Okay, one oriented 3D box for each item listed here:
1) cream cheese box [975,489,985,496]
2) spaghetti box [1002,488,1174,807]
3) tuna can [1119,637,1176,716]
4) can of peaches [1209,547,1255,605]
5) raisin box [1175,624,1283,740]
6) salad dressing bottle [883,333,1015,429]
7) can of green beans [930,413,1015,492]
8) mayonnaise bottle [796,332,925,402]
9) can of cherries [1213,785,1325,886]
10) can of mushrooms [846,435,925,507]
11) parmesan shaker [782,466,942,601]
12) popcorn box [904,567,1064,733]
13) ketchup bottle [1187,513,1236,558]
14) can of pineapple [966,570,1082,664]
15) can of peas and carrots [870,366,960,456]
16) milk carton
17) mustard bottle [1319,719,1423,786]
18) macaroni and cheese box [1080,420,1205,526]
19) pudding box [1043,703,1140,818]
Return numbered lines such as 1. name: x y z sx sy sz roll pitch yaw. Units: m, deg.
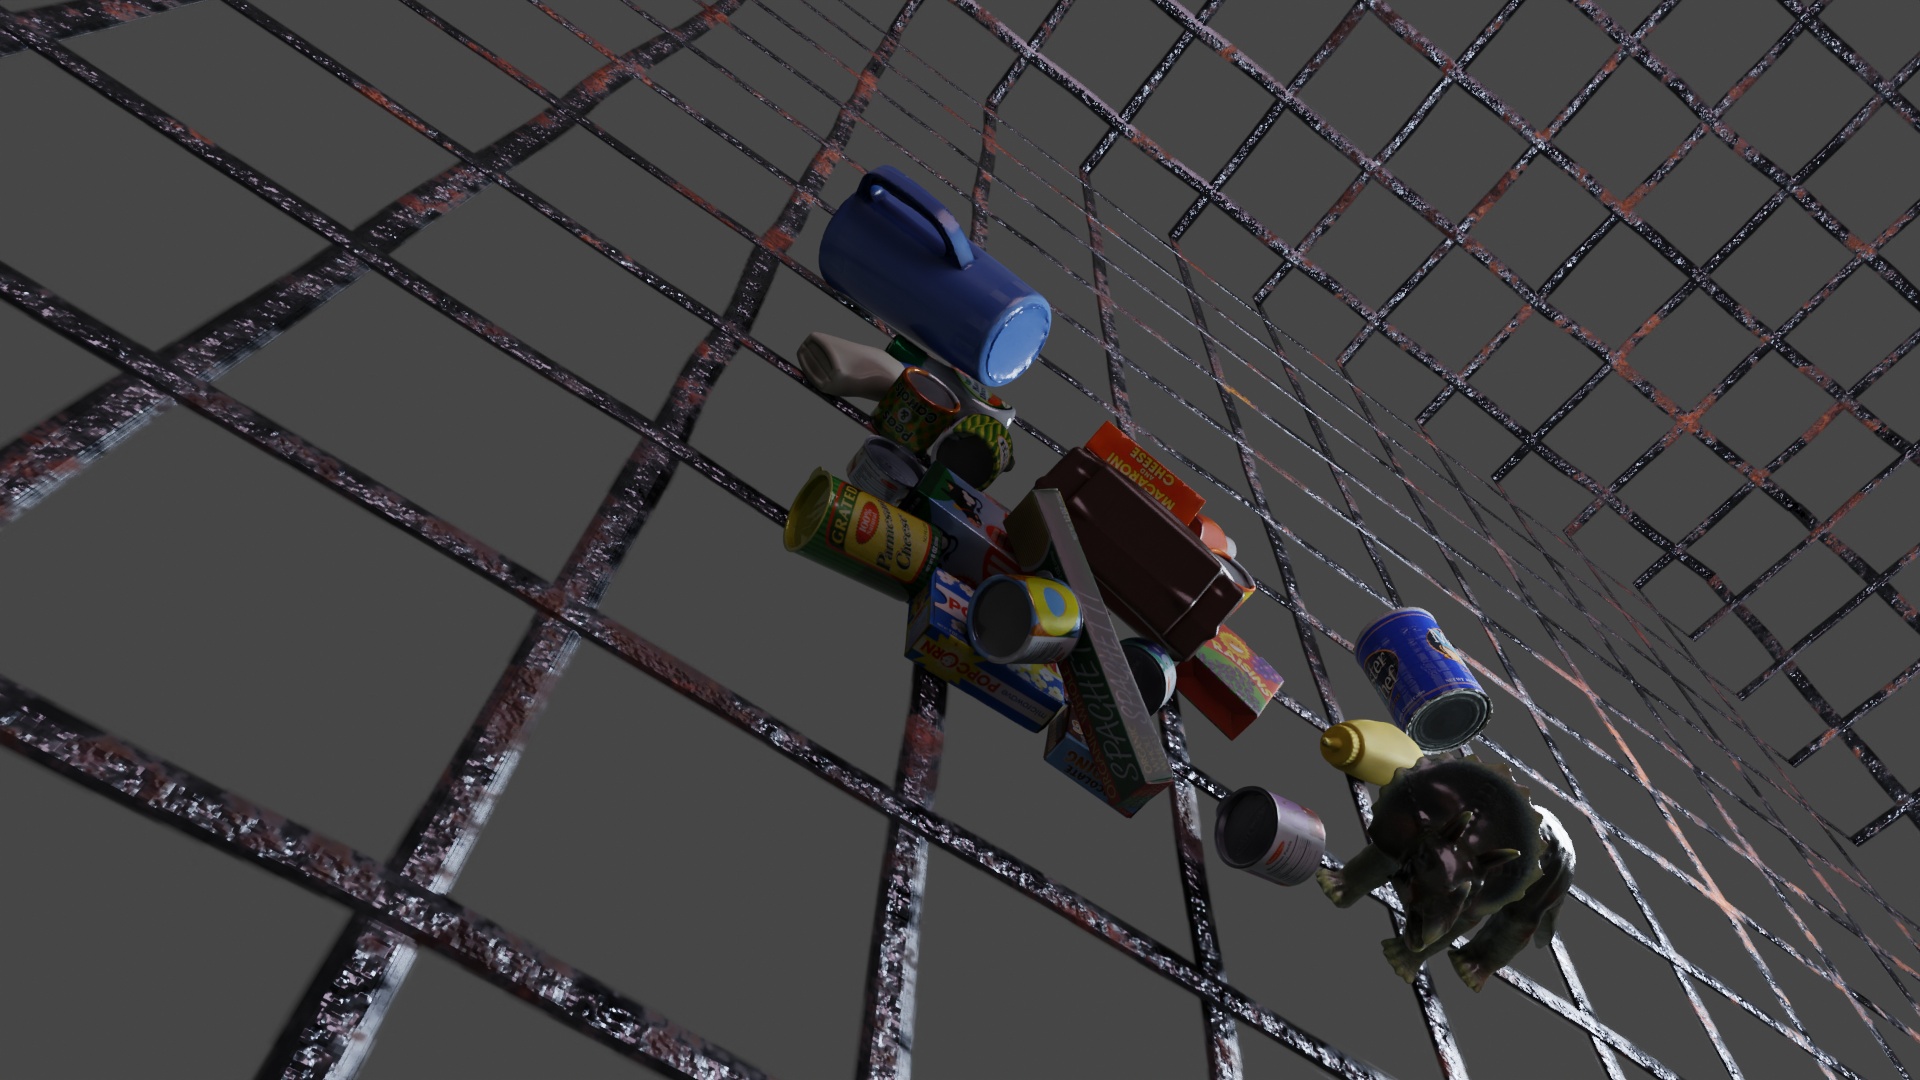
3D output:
1. cream cheese box: 0.004 -0.016 1.238 0.053 0.024 0.104 26 27 -28
2. spaghetti box: 0.093 0.077 1.046 0.029 0.050 0.251 -2 60 -33
3. tuna can: 0.142 0.114 1.161 0.071 0.071 0.033 45 23 12
4. can of peaches: 0.266 0.049 1.460 0.071 0.058 0.071 33 24 -17
5. raisin box: 0.254 0.131 1.323 0.086 0.040 0.124 44 23 11
6. salad dressing bottle: -0.014 -0.158 1.436 0.147 0.044 0.064 33 19 -12
7. can of green beans: 0.011 -0.081 1.311 0.071 0.071 0.058 40 24 0
8. mayonnaise bottle: -0.089 -0.161 1.341 0.148 0.041 0.065 6 42 -53
9. can of cherries: 0.243 0.232 1.098 0.058 0.071 0.072 26 27 -29
10. can of mushrooms: -0.063 -0.057 1.203 0.071 0.033 0.071 31 25 -16
11. parmesan shaker: -0.072 -0.005 1.052 0.103 0.071 0.071 26 27 -28
12. popcorn box: 0.019 0.084 1.069 0.126 0.038 0.085 32 26 -16
13. ketchup bottle: 0.267 0.005 1.539 0.043 0.064 0.149 34 10 27
14. can of pineapple: 0.046 0.057 1.023 0.058 0.070 0.071 7 40 -49
15. can of peas and carrots: -0.043 -0.122 1.313 0.071 0.058 0.071 32 24 -16
16. milk carton: 0.028 0.026 1.139 0.190 0.072 0.074 37 24 -5
17. mustard bottle: 0.402 0.209 1.388 0.160 0.048 0.065 17 32 -39
18. macaroni and cheese box: 0.157 -0.042 1.368 0.124 0.040 0.166 39 -17 0
19. pudding box: 0.105 0.168 1.055 0.083 0.030 0.050 36 25 -7
